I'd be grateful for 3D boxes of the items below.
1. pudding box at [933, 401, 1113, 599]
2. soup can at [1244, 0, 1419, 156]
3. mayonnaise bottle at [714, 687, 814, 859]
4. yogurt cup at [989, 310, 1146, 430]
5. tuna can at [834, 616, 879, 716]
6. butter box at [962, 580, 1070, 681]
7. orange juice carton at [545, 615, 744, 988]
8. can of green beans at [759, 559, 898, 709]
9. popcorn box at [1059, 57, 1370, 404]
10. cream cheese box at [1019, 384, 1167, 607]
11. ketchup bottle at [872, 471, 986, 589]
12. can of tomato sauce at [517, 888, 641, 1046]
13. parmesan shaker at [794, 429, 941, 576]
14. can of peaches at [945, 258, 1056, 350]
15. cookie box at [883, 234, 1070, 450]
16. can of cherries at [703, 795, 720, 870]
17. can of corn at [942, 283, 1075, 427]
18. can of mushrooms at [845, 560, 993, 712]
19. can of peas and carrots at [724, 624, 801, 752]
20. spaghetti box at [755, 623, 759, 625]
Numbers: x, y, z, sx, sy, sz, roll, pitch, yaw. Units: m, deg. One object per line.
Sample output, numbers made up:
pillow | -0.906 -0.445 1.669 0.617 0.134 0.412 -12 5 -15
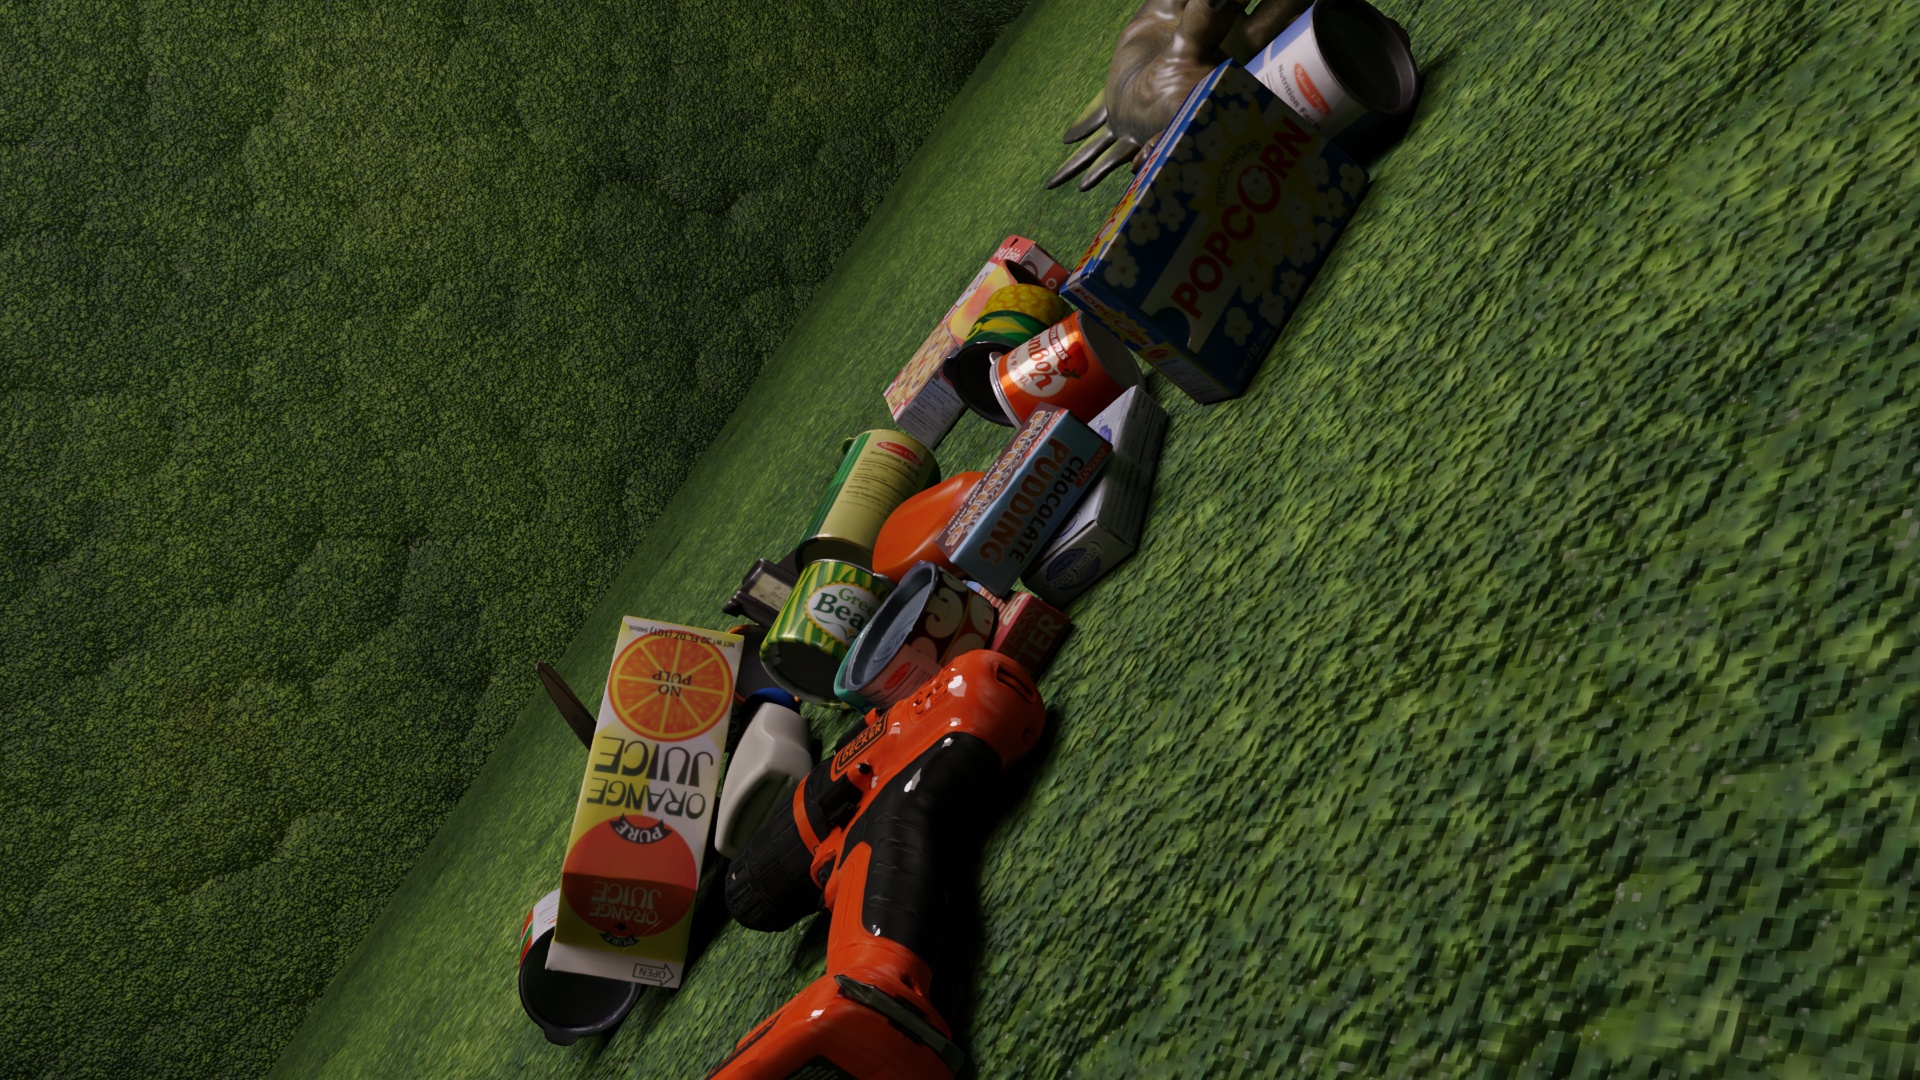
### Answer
pudding box | 0.027 -0.019 0.613 0.083 0.030 0.050 -53 15 2
soup can | 0.166 -0.209 0.663 0.083 0.071 0.072 -33 24 53
mayonnaise bottle | -0.108 0.124 0.779 0.064 0.041 0.148 -59 12 9
yogurt cup | 0.057 -0.079 0.702 0.053 0.072 0.073 -37 20 26
tuna can | -0.034 0.063 0.709 0.071 0.033 0.071 -48 15 18
butter box | 0.010 0.047 0.625 0.053 0.024 0.103 -56 14 -9
orange juice carton | -0.173 0.146 0.771 0.072 0.072 0.193 113 166 -57
can of green beans | -0.072 0.053 0.780 0.071 0.071 0.058 -35 23 50
popcorn box | 0.113 -0.136 0.613 0.127 0.085 0.038 -57 14 -14
cream cheese box | 0.061 -0.022 0.628 0.053 0.024 0.104 -41 19 40
ketchup bottle | 0.003 -0.009 0.742 0.065 0.043 0.148 -59 16 -22
can of tomato sauce | -0.221 0.243 0.805 0.071 0.071 0.083 -56 14 -10
parmesan shaker | -0.062 -0.015 0.900 0.071 0.071 0.103 -38 21 45
can of peaches | 0.033 -0.143 0.908 0.058 0.071 0.071 -47 16 22
cookie box | 0.009 -0.158 1.073 0.167 0.040 0.123 -51 15 7
can of cherries | -0.180 0.174 0.848 0.071 0.058 0.072 -48 14 17
can of corn | 0.032 -0.112 0.836 0.071 0.071 0.058 -36 22 49
can of mushrooms | -0.017 0.043 0.600 0.071 0.033 0.071 -50 15 19
can of peas and carrots | -0.143 0.097 0.899 0.058 0.071 0.071 -41 19 39
spaghetti box | -0.114 0.038 1.021 0.251 0.028 0.050 -58 14 -19
